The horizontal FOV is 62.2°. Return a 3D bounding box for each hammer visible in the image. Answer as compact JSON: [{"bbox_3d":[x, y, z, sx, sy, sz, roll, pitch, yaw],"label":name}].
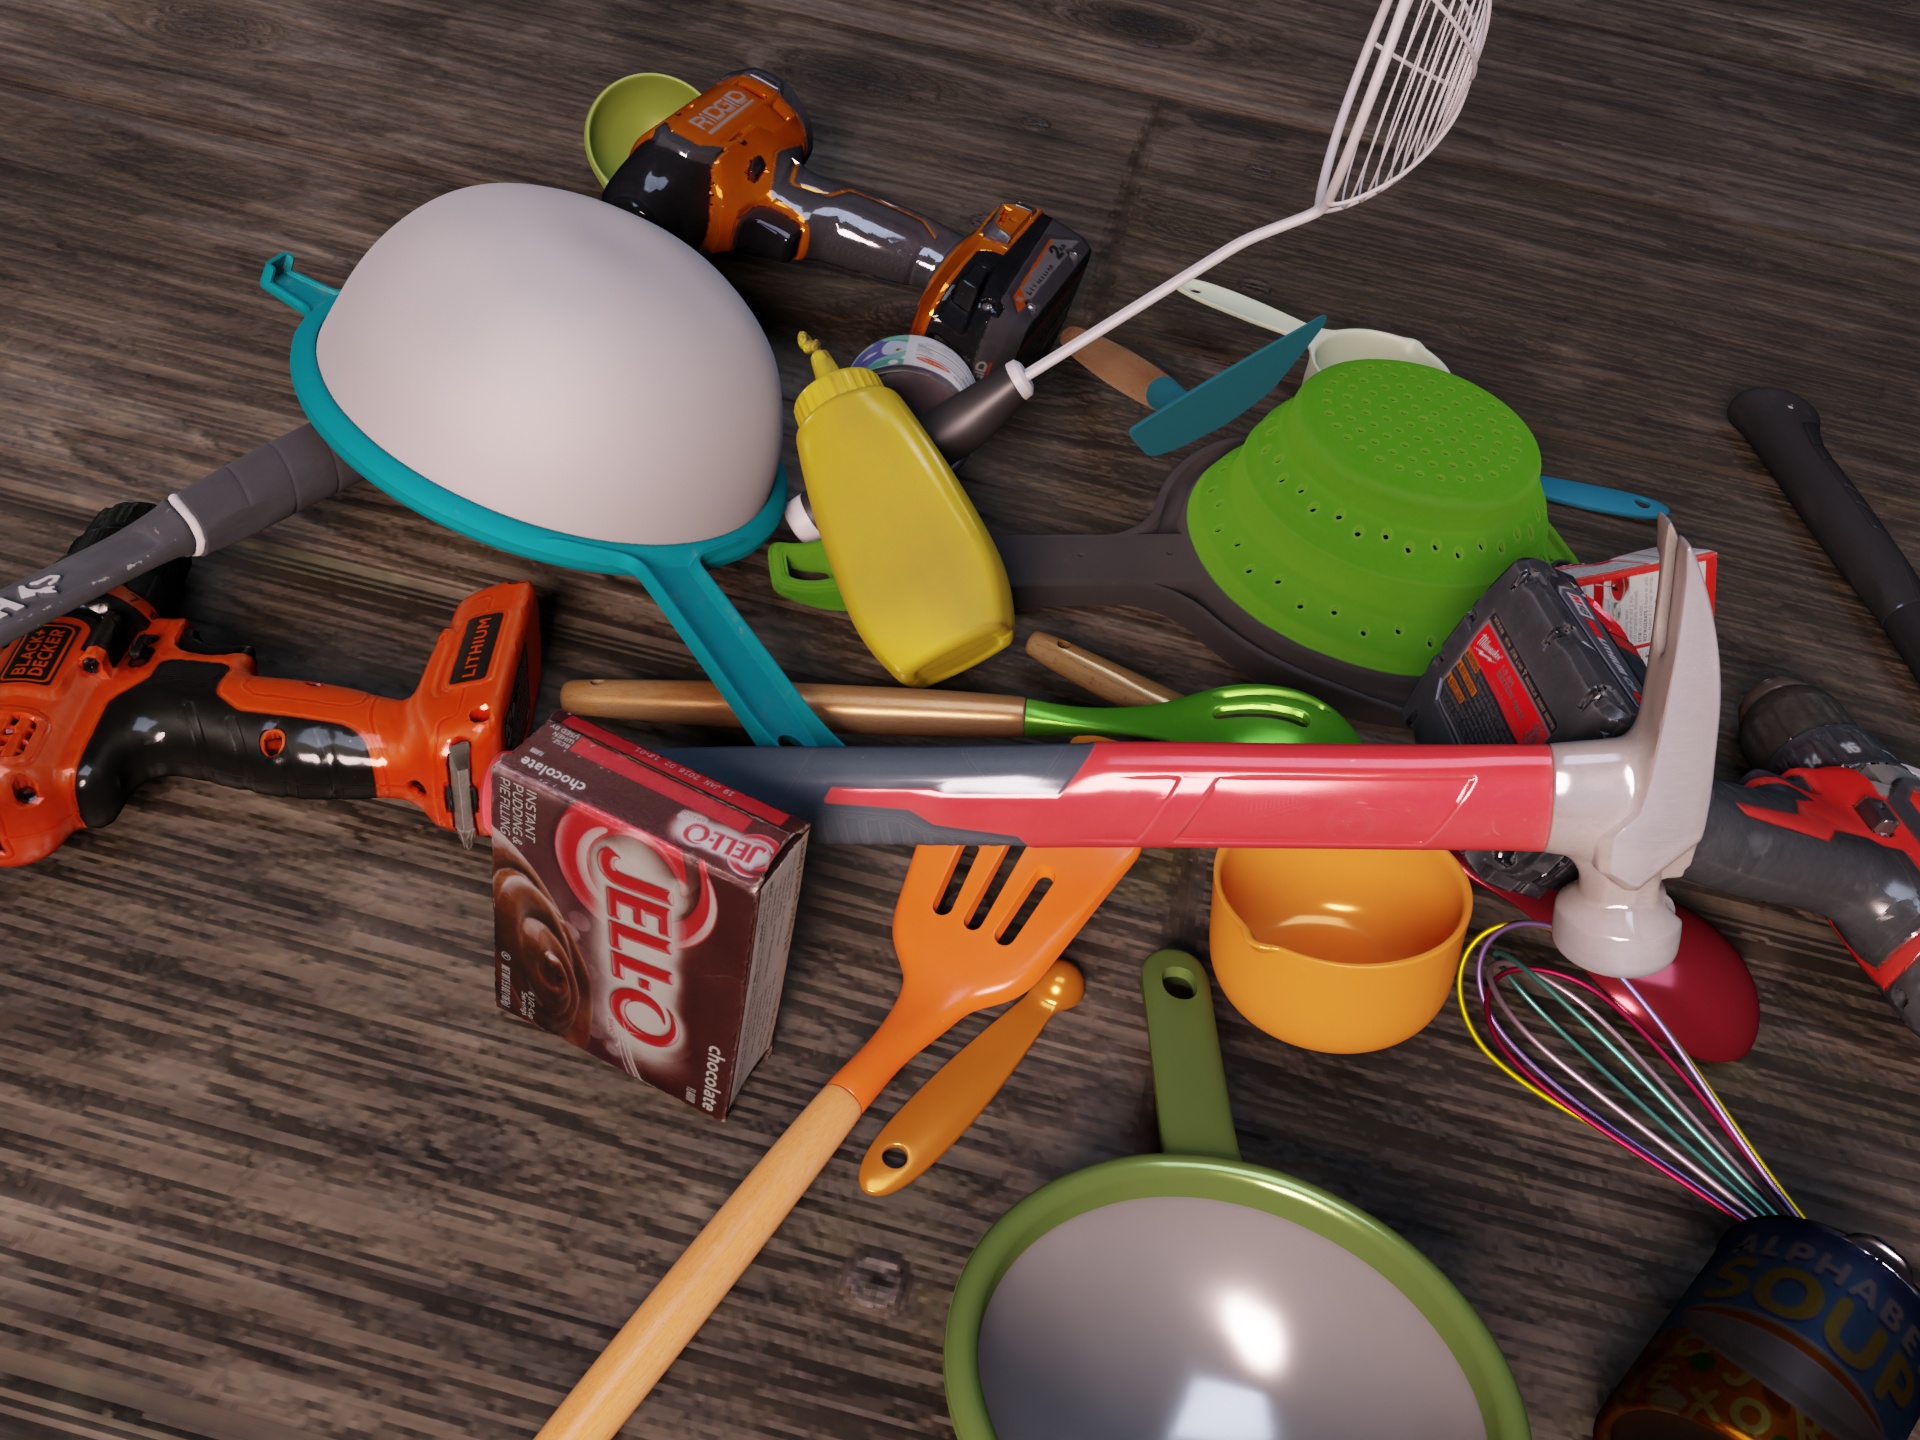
[{"bbox_3d":[0.453,-0.060,0.777,0.146,0.035,0.335,4,45,-8],"label":"hammer"},{"bbox_3d":[-0.285,-0.062,0.564,0.149,0.036,0.409,18,34,14],"label":"hammer"},{"bbox_3d":[0.031,0.010,0.506,0.386,0.143,0.038,0,25,9],"label":"hammer"}]

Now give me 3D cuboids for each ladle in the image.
[{"bbox_3d":[0.163,0.037,0.625,0.315,0.031,0.069,28,42,16],"label":"ladle"},{"bbox_3d":[-0.170,-0.236,0.826,0.078,0.062,0.320,9,46,-13],"label":"ladle"}]

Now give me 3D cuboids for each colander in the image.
[{"bbox_3d":[0.116,-0.096,0.707,0.397,0.094,0.205,-2,46,-13],"label":"colander"}]

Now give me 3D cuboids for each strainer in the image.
[{"bbox_3d":[-0.123,-0.117,0.623,0.211,0.095,0.341,-5,45,-41],"label":"strainer"},{"bbox_3d":[0.068,0.167,0.468,0.151,0.069,0.257,7,28,-2],"label":"strainer"}]

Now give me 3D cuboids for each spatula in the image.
[{"bbox_3d":[0.082,-0.163,0.722,0.082,0.044,0.318,-31,22,2],"label":"spatula"},{"bbox_3d":[-0.051,0.129,0.489,0.081,0.041,0.323,24,47,22],"label":"spatula"}]

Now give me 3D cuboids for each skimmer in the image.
[{"bbox_3d":[0.061,-0.203,0.674,0.090,0.363,0.127,57,14,-8],"label":"skimmer"}]

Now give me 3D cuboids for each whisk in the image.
[{"bbox_3d":[0.259,0.161,0.521,0.047,0.051,0.245,-36,62,-12],"label":"whisk"}]

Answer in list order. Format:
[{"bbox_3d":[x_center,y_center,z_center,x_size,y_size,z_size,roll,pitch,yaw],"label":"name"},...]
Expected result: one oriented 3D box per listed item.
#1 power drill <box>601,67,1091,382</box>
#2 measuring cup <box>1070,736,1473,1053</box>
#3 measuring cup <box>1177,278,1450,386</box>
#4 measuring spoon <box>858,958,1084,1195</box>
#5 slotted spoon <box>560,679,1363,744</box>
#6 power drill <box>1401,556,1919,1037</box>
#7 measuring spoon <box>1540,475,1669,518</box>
[{"bbox_3d":[-0.065,-0.237,0.805,0.226,0.084,0.164,28,47,4],"label":"power drill"},{"bbox_3d":[0.103,0.059,0.587,0.095,0.052,0.174,-27,40,-33],"label":"measuring cup"},{"bbox_3d":[0.183,-0.194,0.862,0.168,0.038,0.083,32,48,23],"label":"measuring cup"},{"bbox_3d":[0.006,0.116,0.532,0.021,0.011,0.117,33,48,21],"label":"measuring spoon"},{"bbox_3d":[-0.001,-0.002,0.611,0.314,0.031,0.070,3,21,6],"label":"slotted spoon"},{"bbox_3d":[0.289,0.020,0.610,0.226,0.080,0.188,20,33,-15],"label":"power drill"},{"bbox_3d":[0.307,-0.129,0.827,0.128,0.021,0.042,13,44,5],"label":"measuring spoon"}]
